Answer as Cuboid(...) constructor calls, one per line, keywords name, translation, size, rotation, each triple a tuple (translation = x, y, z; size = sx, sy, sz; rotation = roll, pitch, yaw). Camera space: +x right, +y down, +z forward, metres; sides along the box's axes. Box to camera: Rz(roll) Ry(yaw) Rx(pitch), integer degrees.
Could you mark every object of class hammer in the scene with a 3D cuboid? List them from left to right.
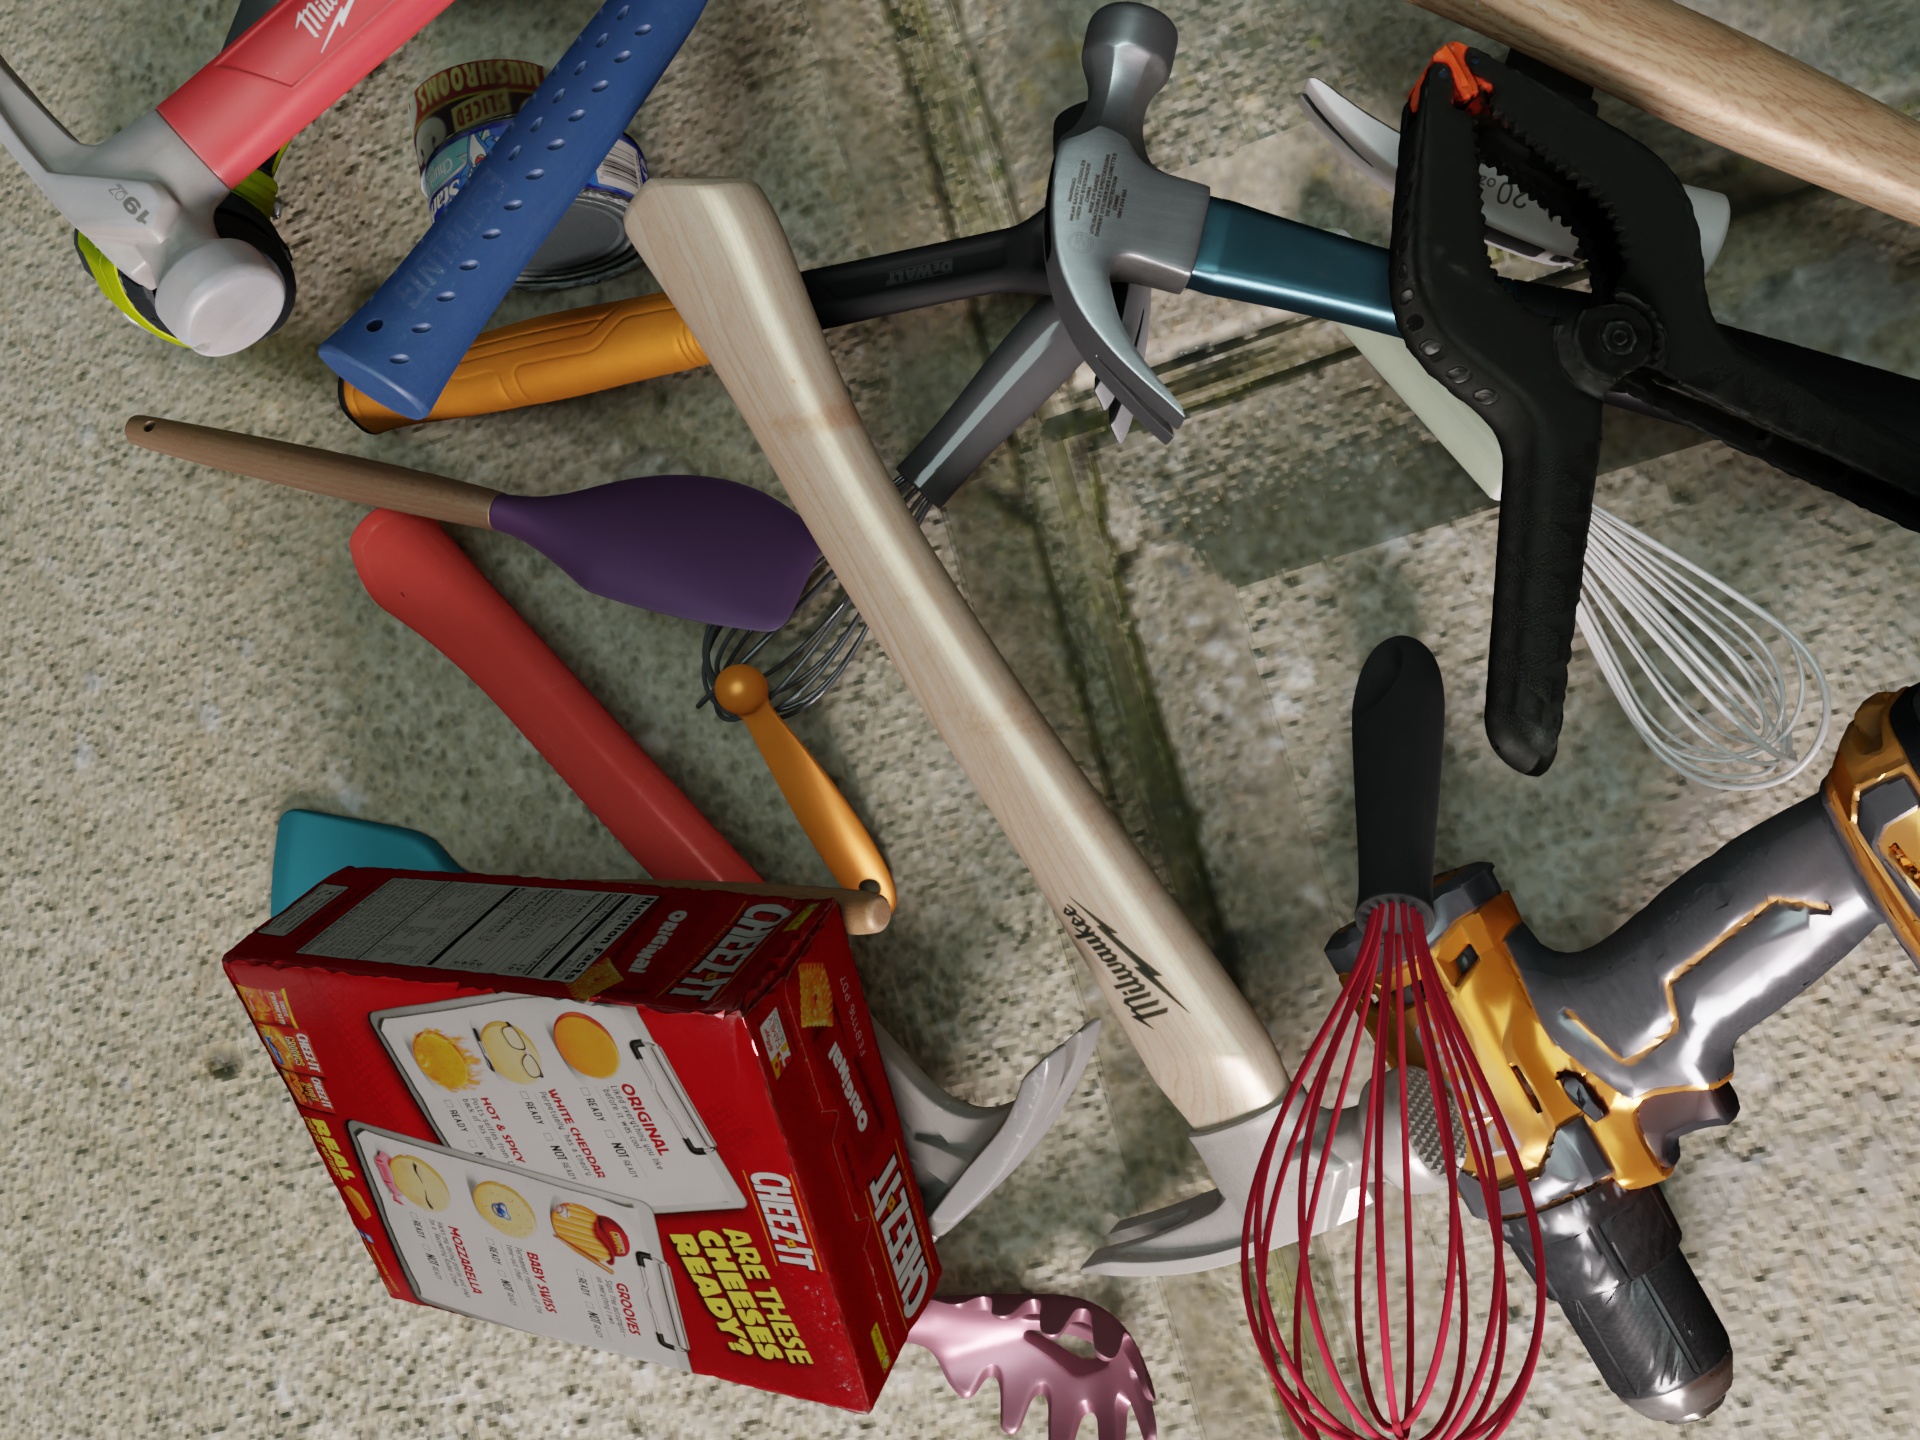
Cuboid(name="hammer", translation=(-0.150, -0.298, 0.528), size=(0.386, 0.038, 0.143), rotation=(-42, 83, -4))
Cuboid(name="hammer", translation=(-0.108, 0.036, 0.595), size=(0.359, 0.036, 0.149), rotation=(45, 130, 16))
Cuboid(name="hammer", translation=(-0.088, -0.277, 0.570), size=(0.144, 0.035, 0.405), rotation=(28, 77, 12))
Cuboid(name="hammer", translation=(-0.093, -0.145, 0.605), size=(0.337, 0.034, 0.127), rotation=(-6, 67, 19))
Cuboid(name="hammer", translation=(-0.001, -0.002, 0.542), size=(0.146, 0.038, 0.410), rotation=(-34, 86, 36))
Cuboid(name="hammer", translation=(0.187, -0.125, 0.509), size=(0.331, 0.033, 0.128), rotation=(14, 85, -1))
Cuboid(name="hammer", translation=(0.221, -0.324, 0.520), size=(0.146, 0.035, 0.334), rotation=(15, 98, 4))
Cuboid(name="hammer", translation=(0.260, -0.182, 0.491), size=(0.331, 0.031, 0.130), rotation=(26, 79, 3))

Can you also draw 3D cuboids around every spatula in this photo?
Cuboid(name="spatula", translation=(-0.200, -0.088, 0.620), size=(0.316, 0.018, 0.060), rotation=(13, 67, 18))
Cuboid(name="spatula", translation=(-0.155, 0.070, 0.593), size=(0.317, 0.044, 0.082), rotation=(-5, 83, 38))

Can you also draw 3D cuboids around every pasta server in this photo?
Cuboid(name="pasta server", translation=(-0.080, 0.224, 0.602), size=(0.316, 0.040, 0.060), rotation=(3, 115, 16))

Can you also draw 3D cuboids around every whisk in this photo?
Cuboid(name="whisk", translation=(-0.016, -0.089, 0.596), size=(0.055, 0.055, 0.239), rotation=(44, 95, 12))
Cuboid(name="whisk", translation=(0.125, 0.073, 0.462), size=(0.073, 0.296, 0.073), rotation=(8, 134, 9))
Cuboid(name="whisk", translation=(0.197, -0.078, 0.542), size=(0.246, 0.058, 0.059), rotation=(53, 128, 15))

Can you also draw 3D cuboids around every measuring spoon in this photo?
Cuboid(name="measuring spoon", translation=(-0.056, 0.029, 0.591), size=(0.021, 0.011, 0.116), rotation=(-26, 110, 13))

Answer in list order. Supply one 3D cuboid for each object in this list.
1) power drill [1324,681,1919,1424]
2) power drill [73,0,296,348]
Cuboid(name="power drill", translation=(0.244, 0.102, 0.476), size=(0.226, 0.084, 0.185), rotation=(-35, 78, 36))
Cuboid(name="power drill", translation=(-0.258, -0.248, 0.611), size=(0.191, 0.080, 0.228), rotation=(30, 93, 50))
